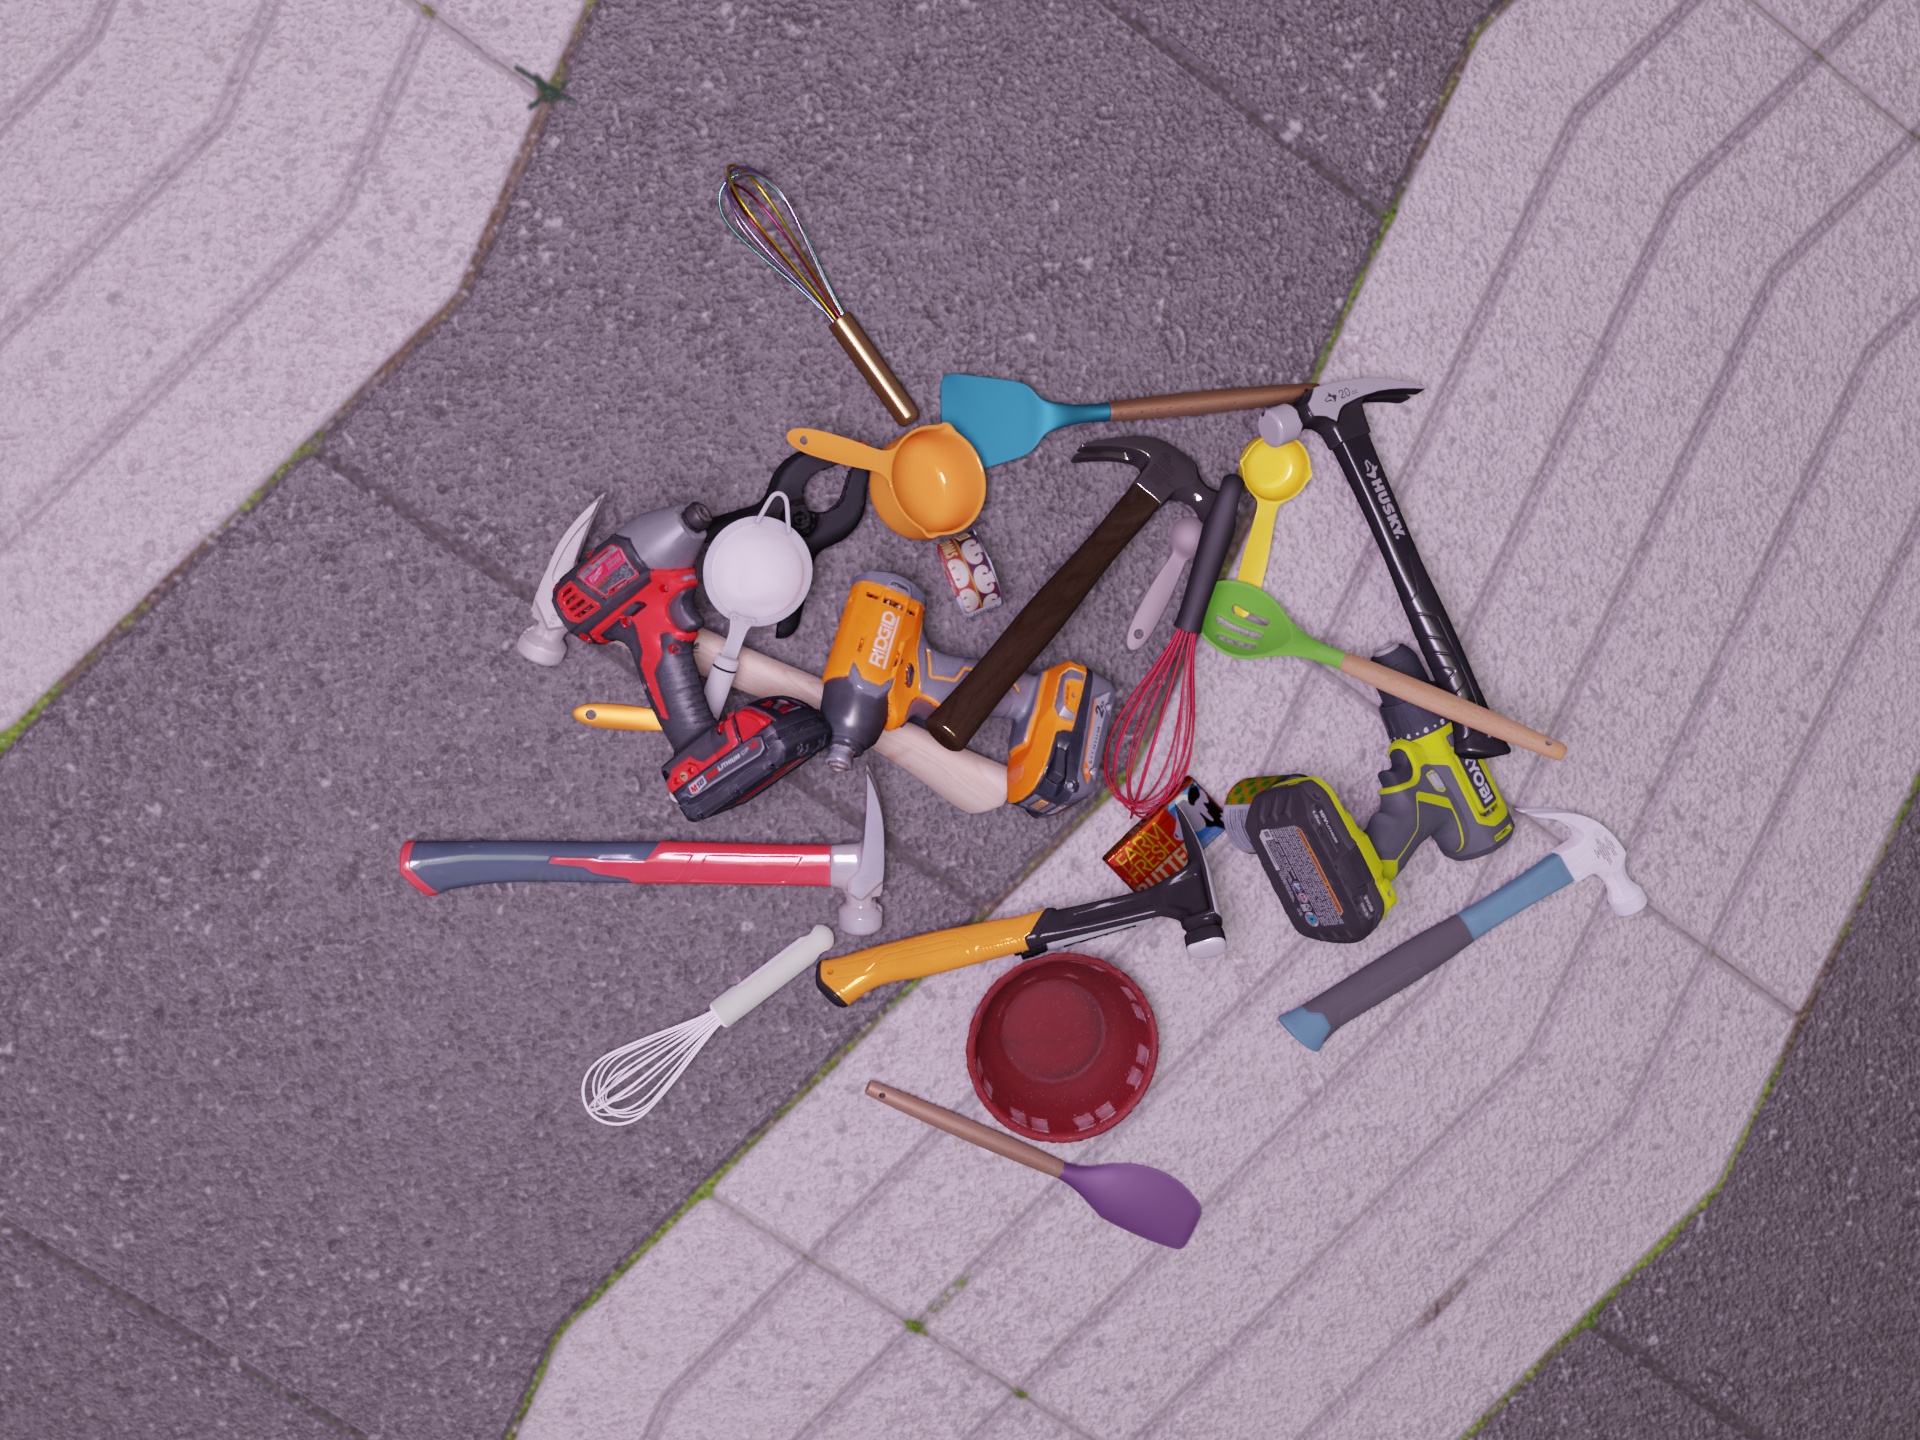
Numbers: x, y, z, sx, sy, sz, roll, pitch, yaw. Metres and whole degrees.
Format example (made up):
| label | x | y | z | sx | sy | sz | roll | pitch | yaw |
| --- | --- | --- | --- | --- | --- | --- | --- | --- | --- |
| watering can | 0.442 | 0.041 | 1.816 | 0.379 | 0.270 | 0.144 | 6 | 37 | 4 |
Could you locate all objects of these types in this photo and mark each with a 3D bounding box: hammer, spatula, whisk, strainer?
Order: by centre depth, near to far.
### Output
| label | x | y | z | sx | sy | sz | roll | pitch | yaw |
| --- | --- | --- | --- | --- | --- | --- | --- | --- | --- |
| strainer | -0.177 | -0.051 | 1.232 | 0.086 | 0.050 | 0.258 | 16 | 105 | -25 |
| hammer | 0.081 | -0.104 | 1.252 | 0.130 | 0.031 | 0.331 | 40 | 66 | 2 |
| whisk | -0.113 | -0.338 | 1.271 | 0.051 | 0.047 | 0.245 | -37 | 100 | -3 |
| hammer | -0.140 | -0.036 | 1.283 | 0.410 | 0.038 | 0.146 | 24 | 111 | -9 |
| hammer | -0.255 | 0.101 | 1.286 | 0.386 | 0.038 | 0.143 | 1 | 109 | -4 |
| whisk | 0.178 | -0.056 | 1.287 | 0.073 | 0.073 | 0.295 | 13 | 106 | -6 |
| hammer | 0.369 | -0.122 | 1.297 | 0.146 | 0.035 | 0.335 | -23 | 89 | -21 |
| hammer | 0.041 | 0.168 | 1.300 | 0.337 | 0.034 | 0.127 | -15 | 55 | 10 |
| whisk | -0.206 | 0.247 | 1.312 | 0.246 | 0.058 | 0.059 | -37 | 89 | -6 |
| spatula | 0.144 | -0.258 | 1.313 | 0.317 | 0.044 | 0.082 | -7 | 97 | -10 |
| spatula | 0.064 | 0.373 | 1.362 | 0.316 | 0.018 | 0.060 | 25 | 91 | -8 |
| hammer | 0.424 | 0.187 | 1.372 | 0.331 | 0.033 | 0.128 | -31 | 98 | -2 |

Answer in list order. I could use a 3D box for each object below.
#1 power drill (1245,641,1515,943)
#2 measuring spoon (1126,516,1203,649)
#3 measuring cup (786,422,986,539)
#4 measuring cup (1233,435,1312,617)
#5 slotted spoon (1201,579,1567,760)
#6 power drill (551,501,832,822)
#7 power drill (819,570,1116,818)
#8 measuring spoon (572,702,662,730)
| label | x | y | z | sx | sy | sz | roll | pitch | yaw |
| --- | --- | --- | --- | --- | --- | --- | --- | --- | --- |
| power drill | 0.341 | 0.058 | 1.295 | 0.228 | 0.080 | 0.190 | -31 | 97 | -33 |
| measuring spoon | 0.172 | -0.114 | 1.328 | 0.034 | 0.018 | 0.124 | 28 | 89 | -7 |
| measuring cup | -0.066 | -0.197 | 1.256 | 0.173 | 0.052 | 0.095 | 13 | 80 | -27 |
| measuring cup | 0.250 | -0.164 | 1.334 | 0.062 | 0.029 | 0.156 | 9 | 106 | -7 |
| slotted spoon | 0.330 | -0.035 | 1.275 | 0.314 | 0.031 | 0.070 | 25 | 68 | 21 |
| power drill | -0.198 | -0.049 | 1.181 | 0.143 | 0.078 | 0.220 | -34 | 85 | 24 |
| power drill | -0.002 | -0.004 | 1.255 | 0.226 | 0.084 | 0.164 | 23 | 64 | -15 |
| measuring spoon | -0.258 | -0.001 | 1.301 | 0.117 | 0.011 | 0.021 | 5 | 94 | -6 |
